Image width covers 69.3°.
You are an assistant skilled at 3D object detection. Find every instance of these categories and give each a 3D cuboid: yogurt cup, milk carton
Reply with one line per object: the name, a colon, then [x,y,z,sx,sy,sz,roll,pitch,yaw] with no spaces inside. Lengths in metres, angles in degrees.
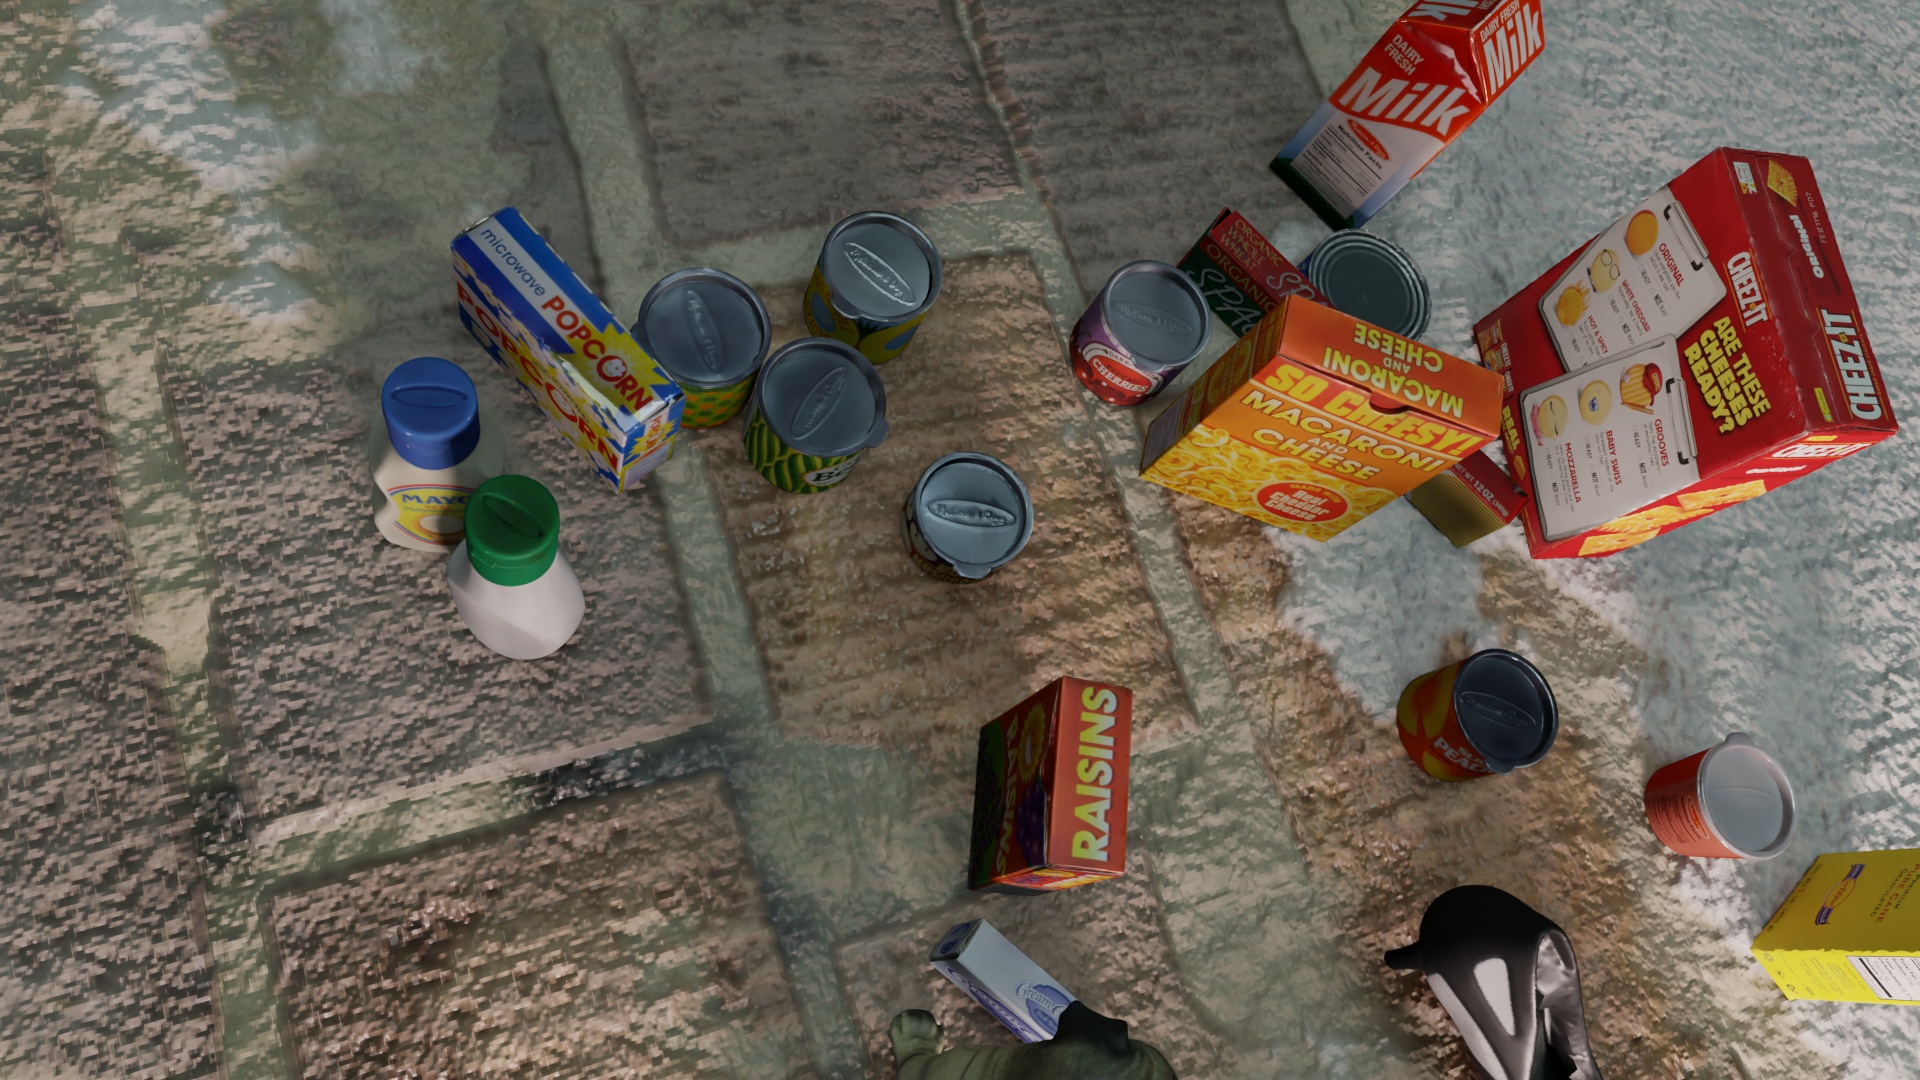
yogurt cup: [0.441,0.154,0.812,0.072,0.053,0.072,5,70,-15]
milk carton: [0.274,-0.270,0.832,0.073,0.190,0.072,45,66,1]

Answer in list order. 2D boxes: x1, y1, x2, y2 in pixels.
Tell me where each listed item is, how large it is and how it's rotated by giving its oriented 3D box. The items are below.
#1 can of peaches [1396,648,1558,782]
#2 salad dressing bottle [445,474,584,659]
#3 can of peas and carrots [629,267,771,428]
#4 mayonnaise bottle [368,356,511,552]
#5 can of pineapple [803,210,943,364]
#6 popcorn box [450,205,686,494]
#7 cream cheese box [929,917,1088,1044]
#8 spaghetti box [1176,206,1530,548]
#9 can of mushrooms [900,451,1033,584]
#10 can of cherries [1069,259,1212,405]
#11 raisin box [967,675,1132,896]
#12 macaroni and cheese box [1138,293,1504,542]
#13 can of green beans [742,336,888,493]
can of peaches: [0.289,0.102,0.781,0.071,0.058,0.071,5,70,-15]
salad dressing bottle: [-0.196,0.013,0.612,0.064,0.147,0.044,35,66,-4]
can of peas and carrots: [-0.137,-0.097,0.717,0.071,0.058,0.071,5,70,-15]
mayonnaise bottle: [-0.232,-0.035,0.617,0.065,0.147,0.041,1,72,-17]
can of pineapple: [-0.050,-0.136,0.758,0.071,0.057,0.071,5,70,-15]
popcorn box: [-0.194,-0.091,0.683,0.038,0.085,0.127,-42,87,-24]
cream cheese box: [0.036,0.223,0.663,0.104,0.053,0.024,40,65,-1]
spaghetti box: [0.232,-0.096,0.836,0.250,0.050,0.029,45,65,1]
can of mushrooms: [0.003,-0.009,0.744,0.071,0.033,0.071,5,70,-15]
can of cherries: [0.101,-0.116,0.798,0.071,0.058,0.071,5,70,-15]
raisin box: [0.040,0.120,0.662,0.040,0.123,0.086,11,69,-13]
macaroni and cheese box: [0.187,-0.058,0.745,0.124,0.166,0.040,18,68,-10]
can of green beans: [-0.077,-0.064,0.725,0.071,0.057,0.071,5,70,-15]
